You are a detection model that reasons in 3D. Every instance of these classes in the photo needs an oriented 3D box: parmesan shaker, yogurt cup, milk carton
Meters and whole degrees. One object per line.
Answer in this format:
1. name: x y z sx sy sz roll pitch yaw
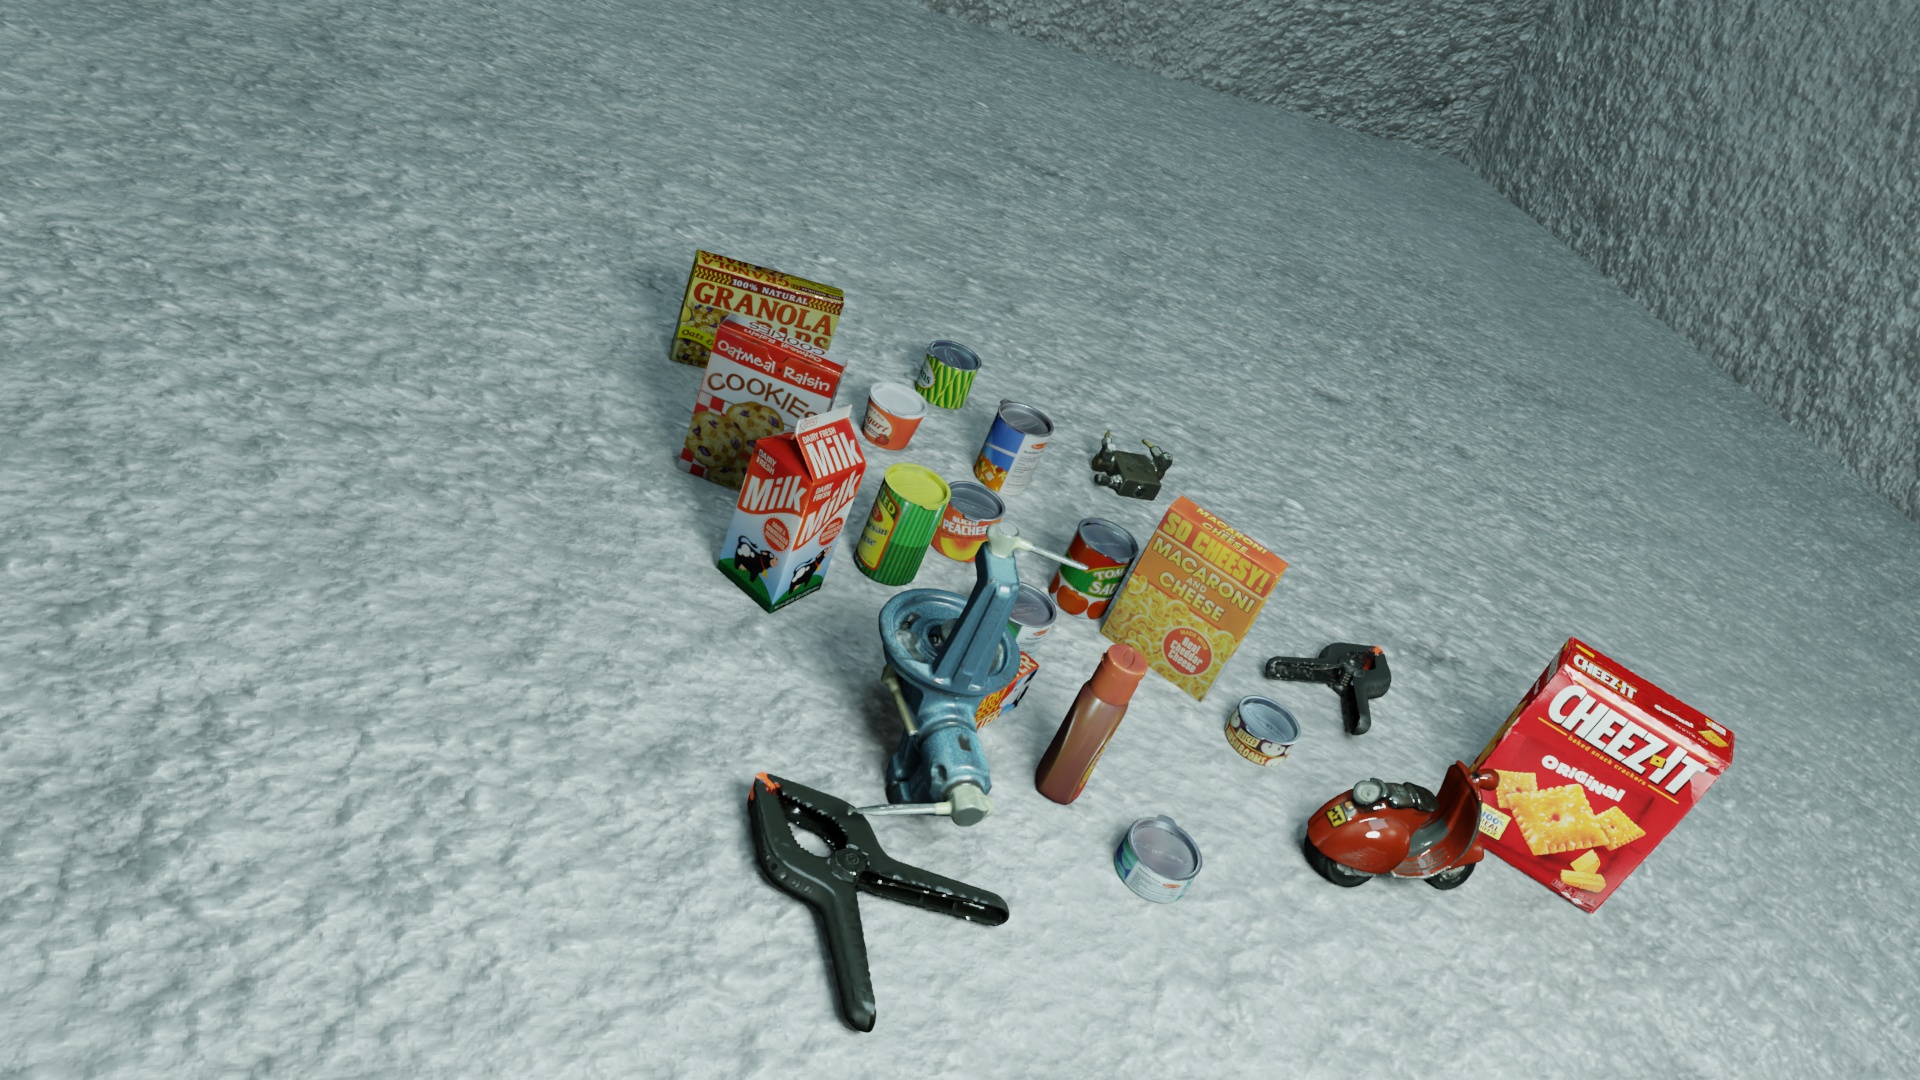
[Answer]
1. parmesan shaker: -0.056 -0.013 1.336 0.071 0.102 0.072 17 33 -11
2. yogurt cup: -0.076 -0.137 1.546 0.072 0.053 0.073 17 33 -11
3. milk carton: -0.146 -0.036 1.232 0.073 0.189 0.072 38 35 21

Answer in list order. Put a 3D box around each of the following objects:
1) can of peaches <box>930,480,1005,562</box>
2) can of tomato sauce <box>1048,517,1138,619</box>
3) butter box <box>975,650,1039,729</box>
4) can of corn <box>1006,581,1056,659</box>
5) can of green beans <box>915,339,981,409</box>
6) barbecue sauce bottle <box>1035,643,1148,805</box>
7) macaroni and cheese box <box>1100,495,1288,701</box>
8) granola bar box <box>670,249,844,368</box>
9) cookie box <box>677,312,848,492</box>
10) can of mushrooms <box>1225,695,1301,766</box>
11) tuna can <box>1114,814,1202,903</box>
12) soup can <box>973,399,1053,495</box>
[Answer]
1. can of peaches: 0.005 -0.018 1.423 0.071 0.057 0.071 17 33 -11
2. can of tomato sauce: 0.136 0.030 1.414 0.071 0.082 0.071 17 33 -11
3. butter box: 0.024 0.137 1.218 0.024 0.052 0.104 40 36 23
4. can of corn: 0.048 0.079 1.313 0.071 0.058 0.071 17 33 -11
5. can of green beans: -0.015 -0.199 1.670 0.071 0.057 0.071 17 33 -11
6. barbecue sauce bottle: 0.110 0.152 1.165 0.044 0.147 0.065 26 32 4
7. macaroni and cheese box: 0.226 0.057 1.357 0.124 0.165 0.040 34 34 16
8. granola bar box: -0.225 -0.238 1.532 0.166 0.123 0.039 13 34 -17
9. cookie box: -0.193 -0.122 1.346 0.123 0.166 0.040 21 33 -4
10. can of mushrooms: 0.290 0.184 1.338 0.071 0.033 0.071 17 33 -11
11. tuna can: 0.163 0.262 1.147 0.071 0.032 0.071 17 33 -11
12. soup can: 0.057 -0.104 1.556 0.071 0.083 0.072 17 33 -11
